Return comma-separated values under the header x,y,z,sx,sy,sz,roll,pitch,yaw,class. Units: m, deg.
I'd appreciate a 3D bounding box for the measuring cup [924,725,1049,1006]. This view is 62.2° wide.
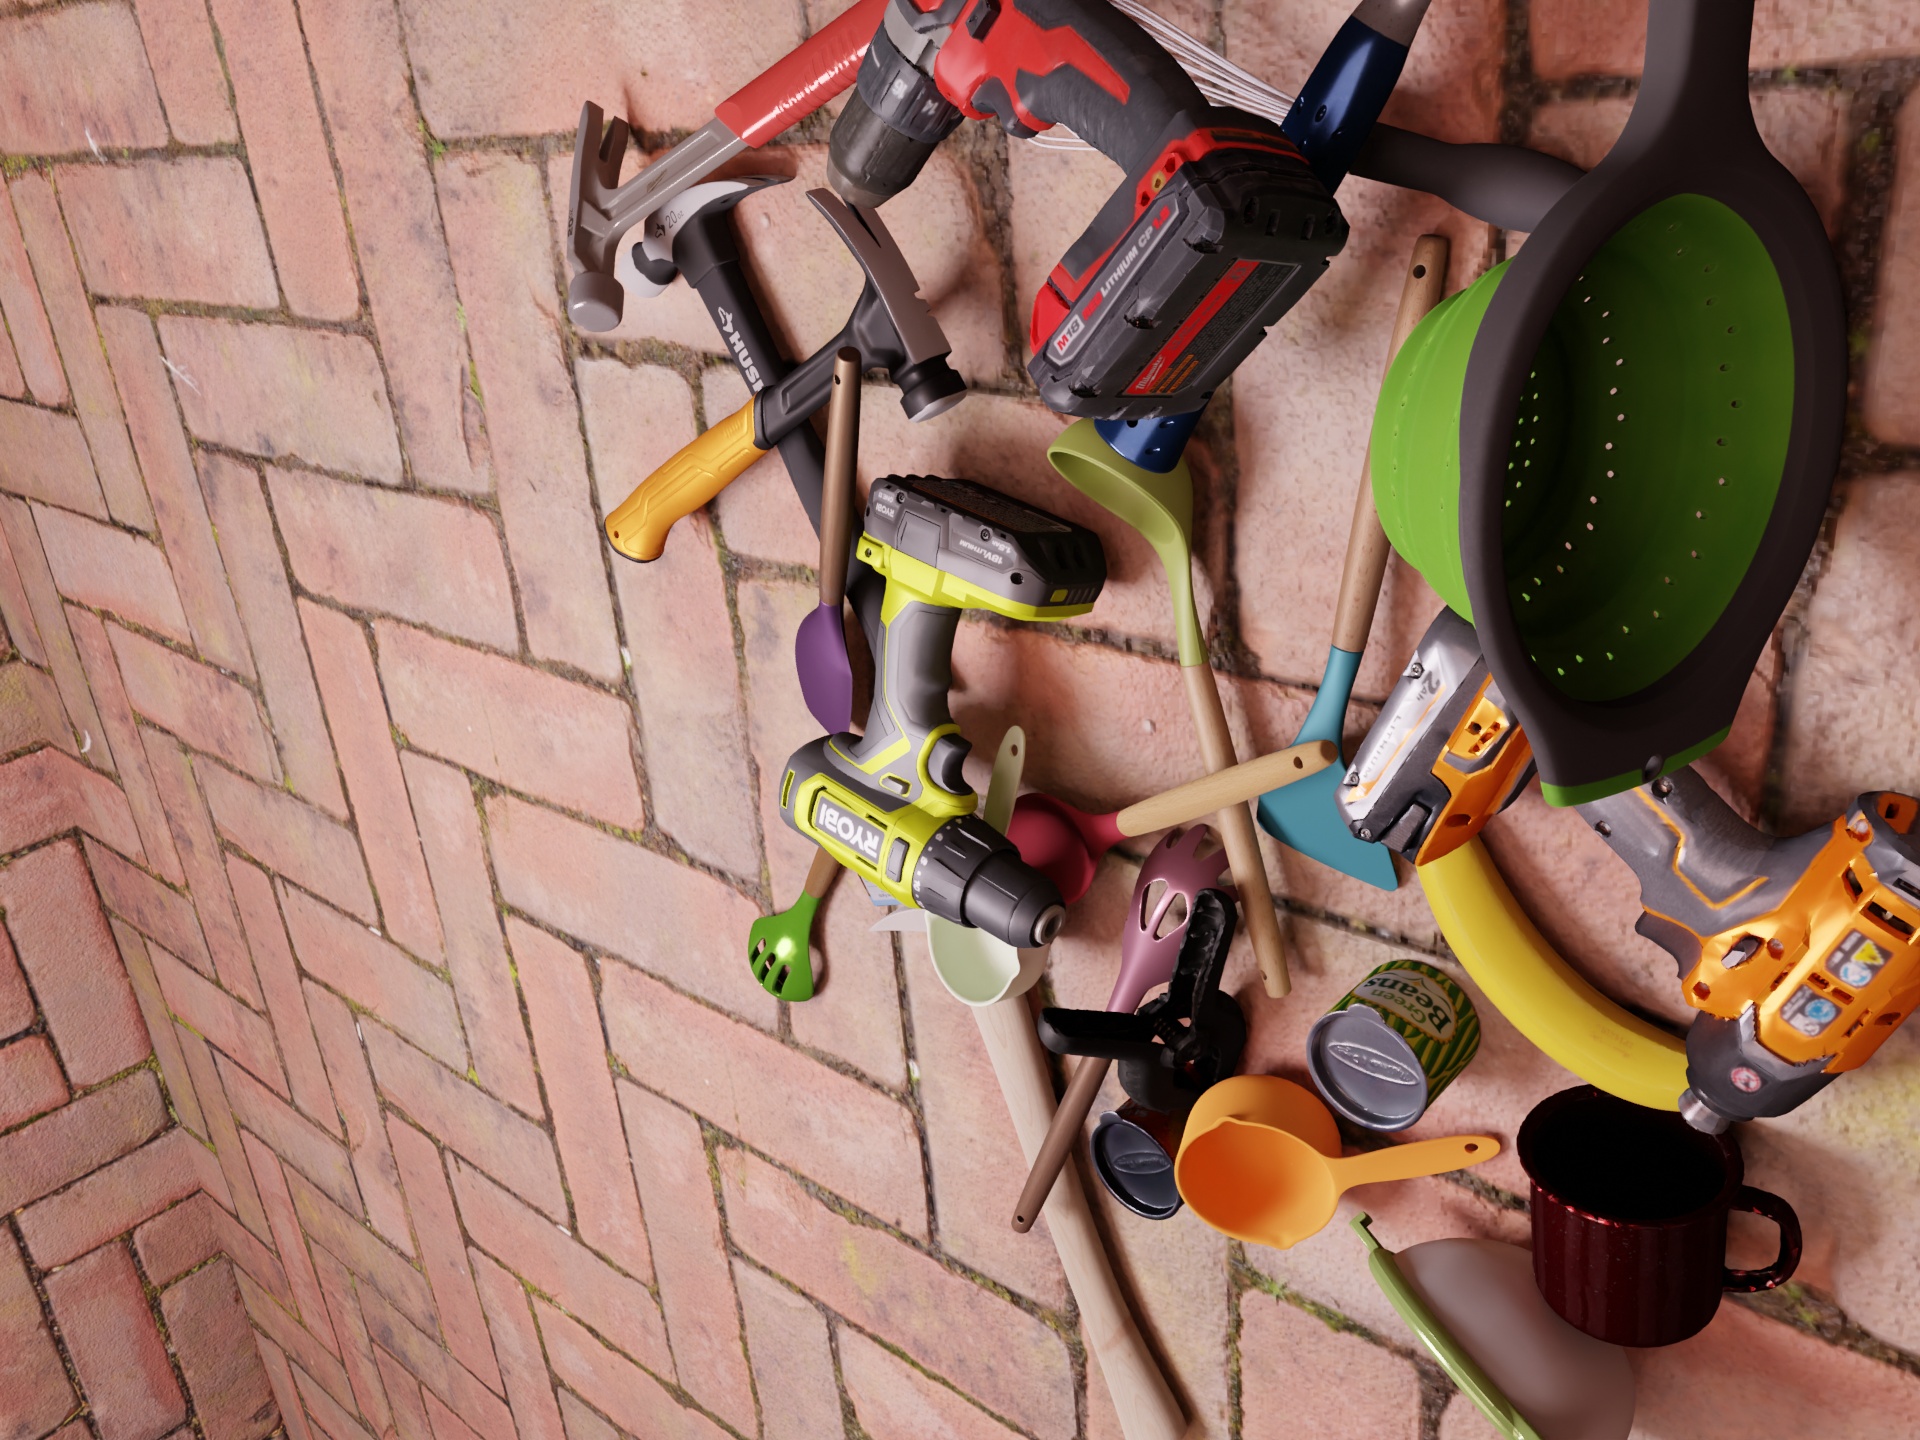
x,y,z,sx,sy,sz,roll,pitch,yaw,class
0.027,0.083,0.917,0.083,0.038,0.167,24,108,44,measuring cup

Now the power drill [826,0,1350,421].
x,y,z,sx,sy,sz,roll,pitch,yaw,class
0.031,-0.227,0.642,0.188,0.080,0.227,-46,63,43,power drill

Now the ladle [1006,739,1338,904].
x,y,z,sx,sy,sz,roll,pitch,yaw,class
0.098,0.048,0.822,0.069,0.031,0.315,65,154,3,ladle

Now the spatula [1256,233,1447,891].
x,y,z,sx,sy,sz,roll,pitch,yaw,class
0.187,-0.061,0.733,0.082,0.044,0.317,26,123,36,spatula

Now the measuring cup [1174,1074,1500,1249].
x,y,z,sx,sy,sz,roll,pitch,yaw,class
0.202,0.226,0.856,0.173,0.052,0.095,-17,112,24,measuring cup

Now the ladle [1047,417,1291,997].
x,y,z,sx,sy,sz,roll,pitch,yaw,class
0.114,0.000,0.804,0.078,0.062,0.320,-154,46,-71,ladle

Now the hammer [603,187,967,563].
x,y,z,sx,sy,sz,roll,pitch,yaw,class
-0.128,-0.174,0.925,0.337,0.034,0.127,-24,94,50,hammer

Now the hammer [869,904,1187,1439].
x,y,z,sx,sy,sz,roll,pitch,yaw,class
0.058,0.302,1.043,0.146,0.038,0.410,-7,106,48,hammer

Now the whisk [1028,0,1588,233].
x,y,z,sx,sy,sz,roll,pitch,yaw,class
0.131,-0.249,0.667,0.285,0.070,0.070,28,128,27,whisk

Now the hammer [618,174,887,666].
x,y,z,sx,sy,sz,roll,pitch,yaw,class
-0.091,-0.161,0.946,0.146,0.035,0.335,-23,94,49,hammer

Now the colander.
x,y,z,sx,sy,sz,roll,pitch,yaw,class
0.211,-0.174,0.537,0.095,0.204,0.397,24,123,52,colander

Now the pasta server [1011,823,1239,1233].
x,y,z,sx,sy,sz,roll,pitch,yaw,class
0.085,0.193,0.930,0.060,0.040,0.316,37,127,26,pasta server

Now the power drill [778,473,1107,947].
x,y,z,sx,sy,sz,roll,pitch,yaw,class
-0.001,-0.003,0.863,0.191,0.080,0.228,28,113,35,power drill

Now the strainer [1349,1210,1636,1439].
x,y,z,sx,sy,sz,roll,pitch,yaw,class
0.276,0.304,0.723,0.151,0.069,0.256,46,-178,-3,strainer

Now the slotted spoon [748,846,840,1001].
x,y,z,sx,sy,sz,roll,pitch,yaw,class
-0.095,0.099,1.096,0.070,0.031,0.313,44,134,19,slotted spoon

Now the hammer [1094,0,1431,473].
x,y,z,sx,sy,sz,roll,pitch,yaw,class
0.165,-0.261,0.585,0.144,0.035,0.405,40,125,13,hammer

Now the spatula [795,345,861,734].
x,y,z,sx,sy,sz,roll,pitch,yaw,class
-0.074,-0.089,0.910,0.060,0.018,0.315,47,151,23,spatula

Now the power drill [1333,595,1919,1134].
x,y,z,sx,sy,sz,roll,pitch,yaw,class
0.275,0.061,0.657,0.227,0.084,0.164,36,125,22,power drill

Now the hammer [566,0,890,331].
x,y,z,sx,sy,sz,roll,pitch,yaw,class
-0.094,-0.335,0.833,0.359,0.036,0.149,-16,66,41,hammer
